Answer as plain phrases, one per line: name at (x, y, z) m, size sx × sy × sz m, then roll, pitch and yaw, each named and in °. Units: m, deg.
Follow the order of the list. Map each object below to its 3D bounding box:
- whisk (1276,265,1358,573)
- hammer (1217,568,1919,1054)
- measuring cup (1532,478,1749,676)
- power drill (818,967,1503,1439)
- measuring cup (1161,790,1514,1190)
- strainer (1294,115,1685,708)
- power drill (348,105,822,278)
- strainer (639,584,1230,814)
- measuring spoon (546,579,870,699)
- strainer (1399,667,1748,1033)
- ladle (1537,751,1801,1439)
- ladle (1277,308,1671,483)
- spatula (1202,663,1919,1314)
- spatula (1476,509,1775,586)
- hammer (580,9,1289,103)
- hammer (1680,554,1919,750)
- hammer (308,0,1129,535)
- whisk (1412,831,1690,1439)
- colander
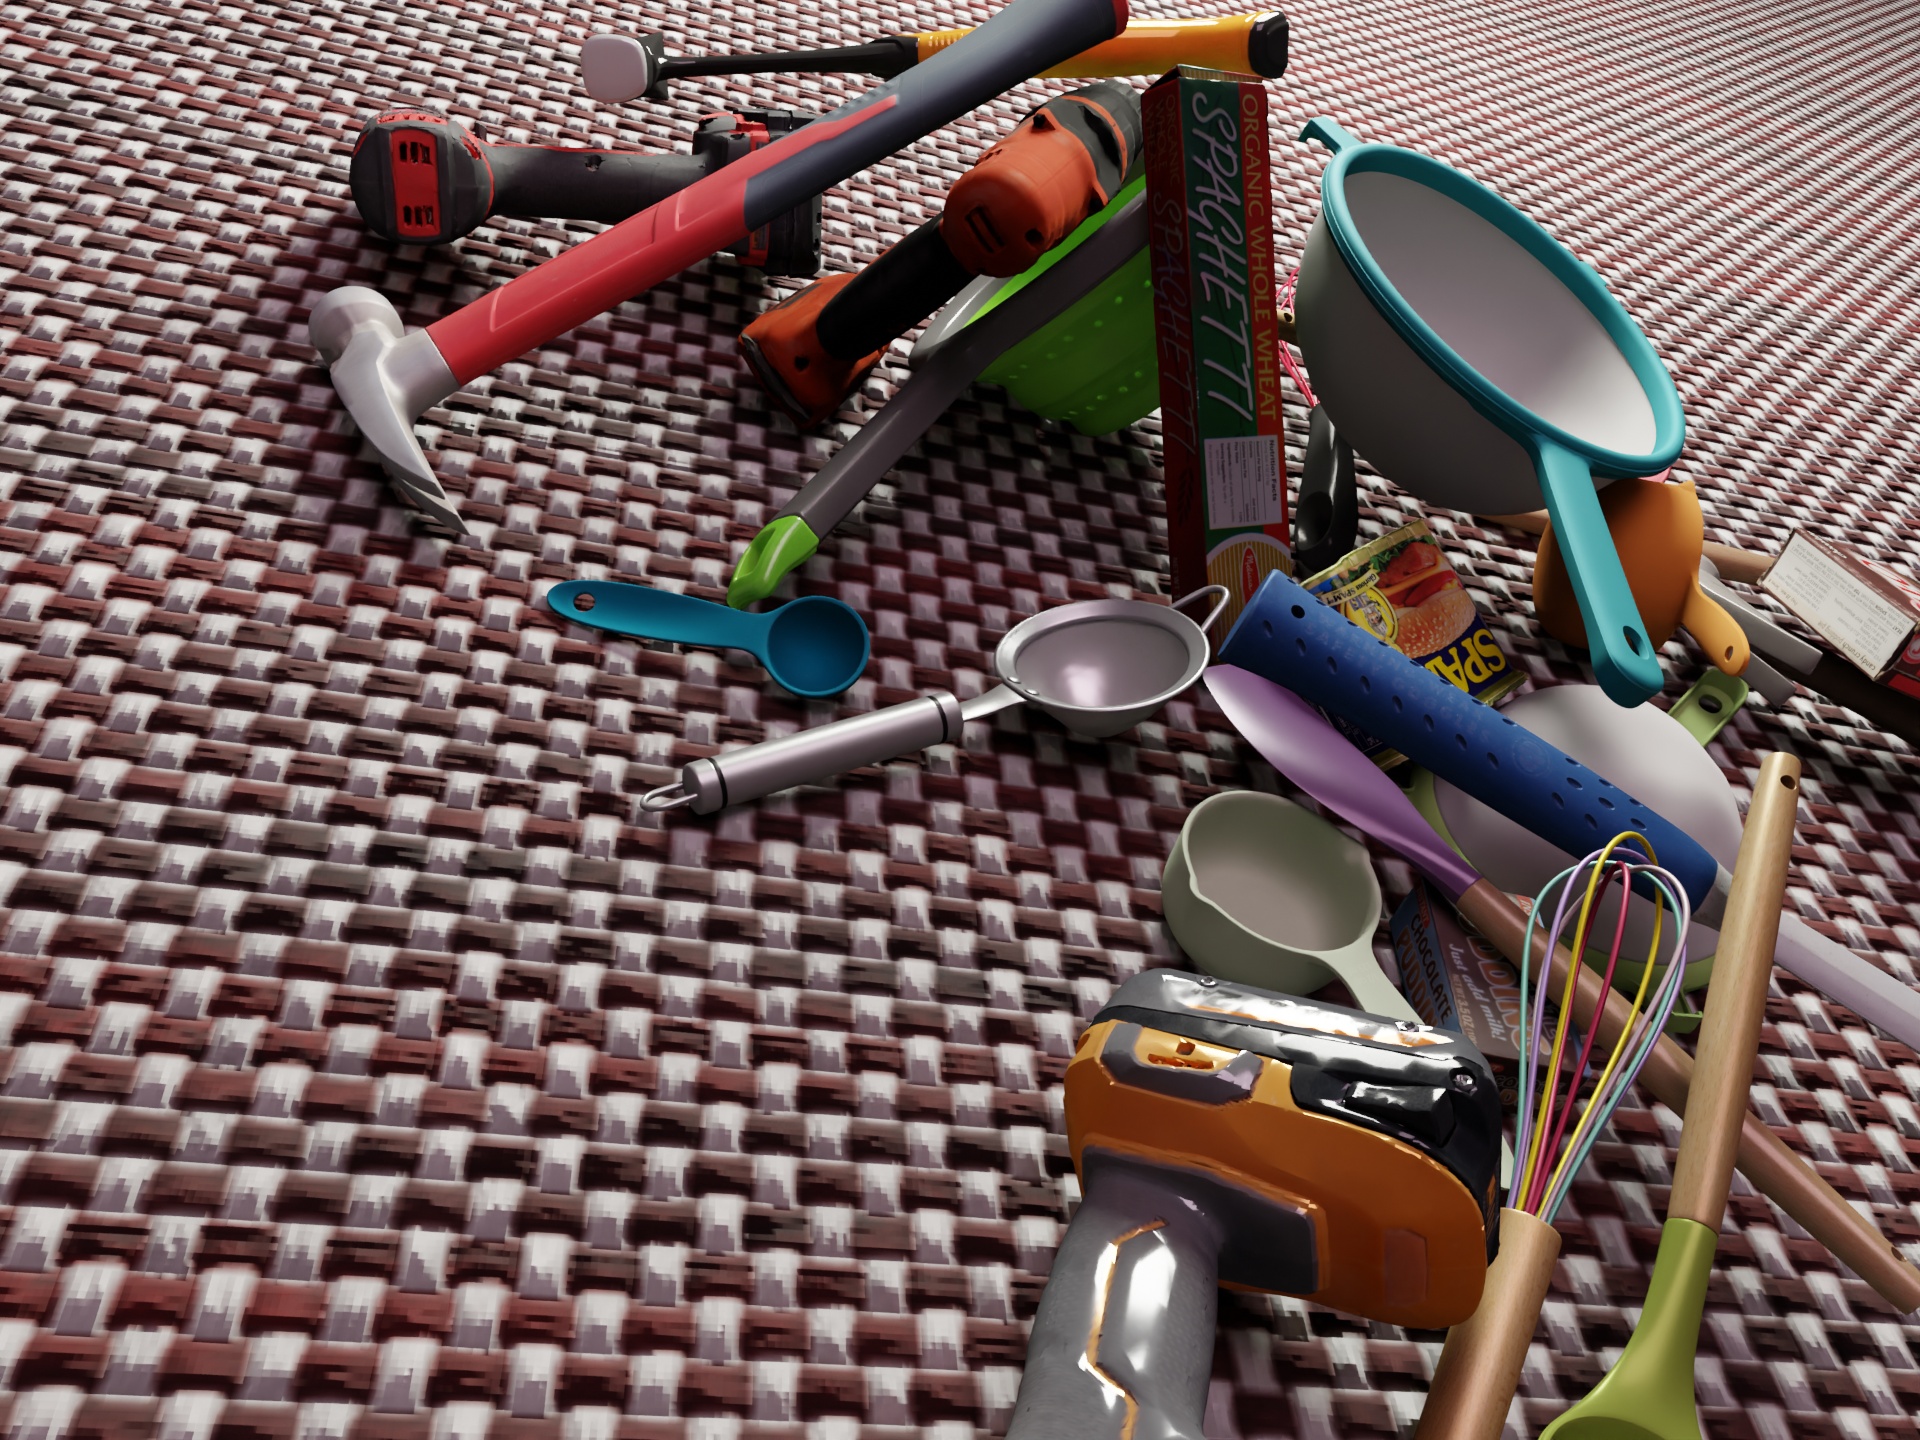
whisk at (0.203, -0.176, 0.873) m, size 0.073 × 0.073 × 0.296 m, roll 17°, pitch 45°, yaw -3°
hammer at (0.279, 0.063, 0.578) m, size 0.405 × 0.035 × 0.144 m, roll 32°, pitch 63°, yaw 4°
measuring cup at (0.314, -0.061, 0.742) m, size 0.052 × 0.095 × 0.174 m, roll 12°, pitch 23°, yaw 1°
power drill at (0.069, 0.167, 0.377) m, size 0.185 × 0.084 × 0.226 m, roll 8°, pitch 34°, yaw 29°
measuring cup at (0.130, 0.097, 0.553) m, size 0.083 × 0.038 × 0.168 m, roll -10°, pitch 52°, yaw -31°
strainer at (0.235, -0.121, 0.724) m, size 0.211 × 0.095 × 0.341 m, roll 19°, pitch 47°, yaw -22°
power drill at (-0.187, -0.269, 0.793) m, size 0.219 × 0.078 × 0.143 m, roll -4°, pitch 22°, yaw -18°
strainer at (-0.001, -0.002, 0.609) m, size 0.258 × 0.050 × 0.087 m, roll -16°, pitch 33°, yaw -27°
measuring spoon at (-0.099, -0.034, 0.625) m, size 0.128 × 0.021 × 0.042 m, roll 11°, pitch 70°, yaw 3°
strainer at (0.302, 0.014, 0.687) m, size 0.152 × 0.069 × 0.256 m, roll 40°, pitch 46°, yaw 22°
ladle at (0.234, 0.128, 0.481) m, size 0.078 × 0.062 × 0.320 m, roll 28°, pitch 58°, yaw 2°
ladle at (0.282, -0.179, 0.877) m, size 0.315 × 0.031 × 0.069 m, roll 10°, pitch 62°, yaw -31°
spatula at (0.199, 0.079, 0.564) m, size 0.059 × 0.018 × 0.316 m, roll -9°, pitch 47°, yaw -46°
spatula at (0.434, -0.073, 0.875) m, size 0.317 × 0.044 × 0.082 m, roll 14°, pitch 41°, yaw 0°
hammer at (-0.009, -0.329, 0.790) m, size 0.337 × 0.034 × 0.127 m, roll -1°, pitch 23°, yaw 3°
hammer at (0.496, 0.017, 0.775) m, size 0.331 × 0.031 × 0.130 m, roll 31°, pitch 24°, yaw 8°
hammer at (-0.084, -0.219, 0.683) m, size 0.386 × 0.038 × 0.143 m, roll -32°, pitch 55°, yaw -9°
whisk at (0.175, 0.132, 0.481) m, size 0.051 × 0.047 × 0.245 m, roll 18°, pitch 57°, yaw 23°
colander at (0.037, -0.156, 0.752) m, size 0.094 × 0.204 × 0.397 m, roll 49°, pitch 56°, yaw -17°
